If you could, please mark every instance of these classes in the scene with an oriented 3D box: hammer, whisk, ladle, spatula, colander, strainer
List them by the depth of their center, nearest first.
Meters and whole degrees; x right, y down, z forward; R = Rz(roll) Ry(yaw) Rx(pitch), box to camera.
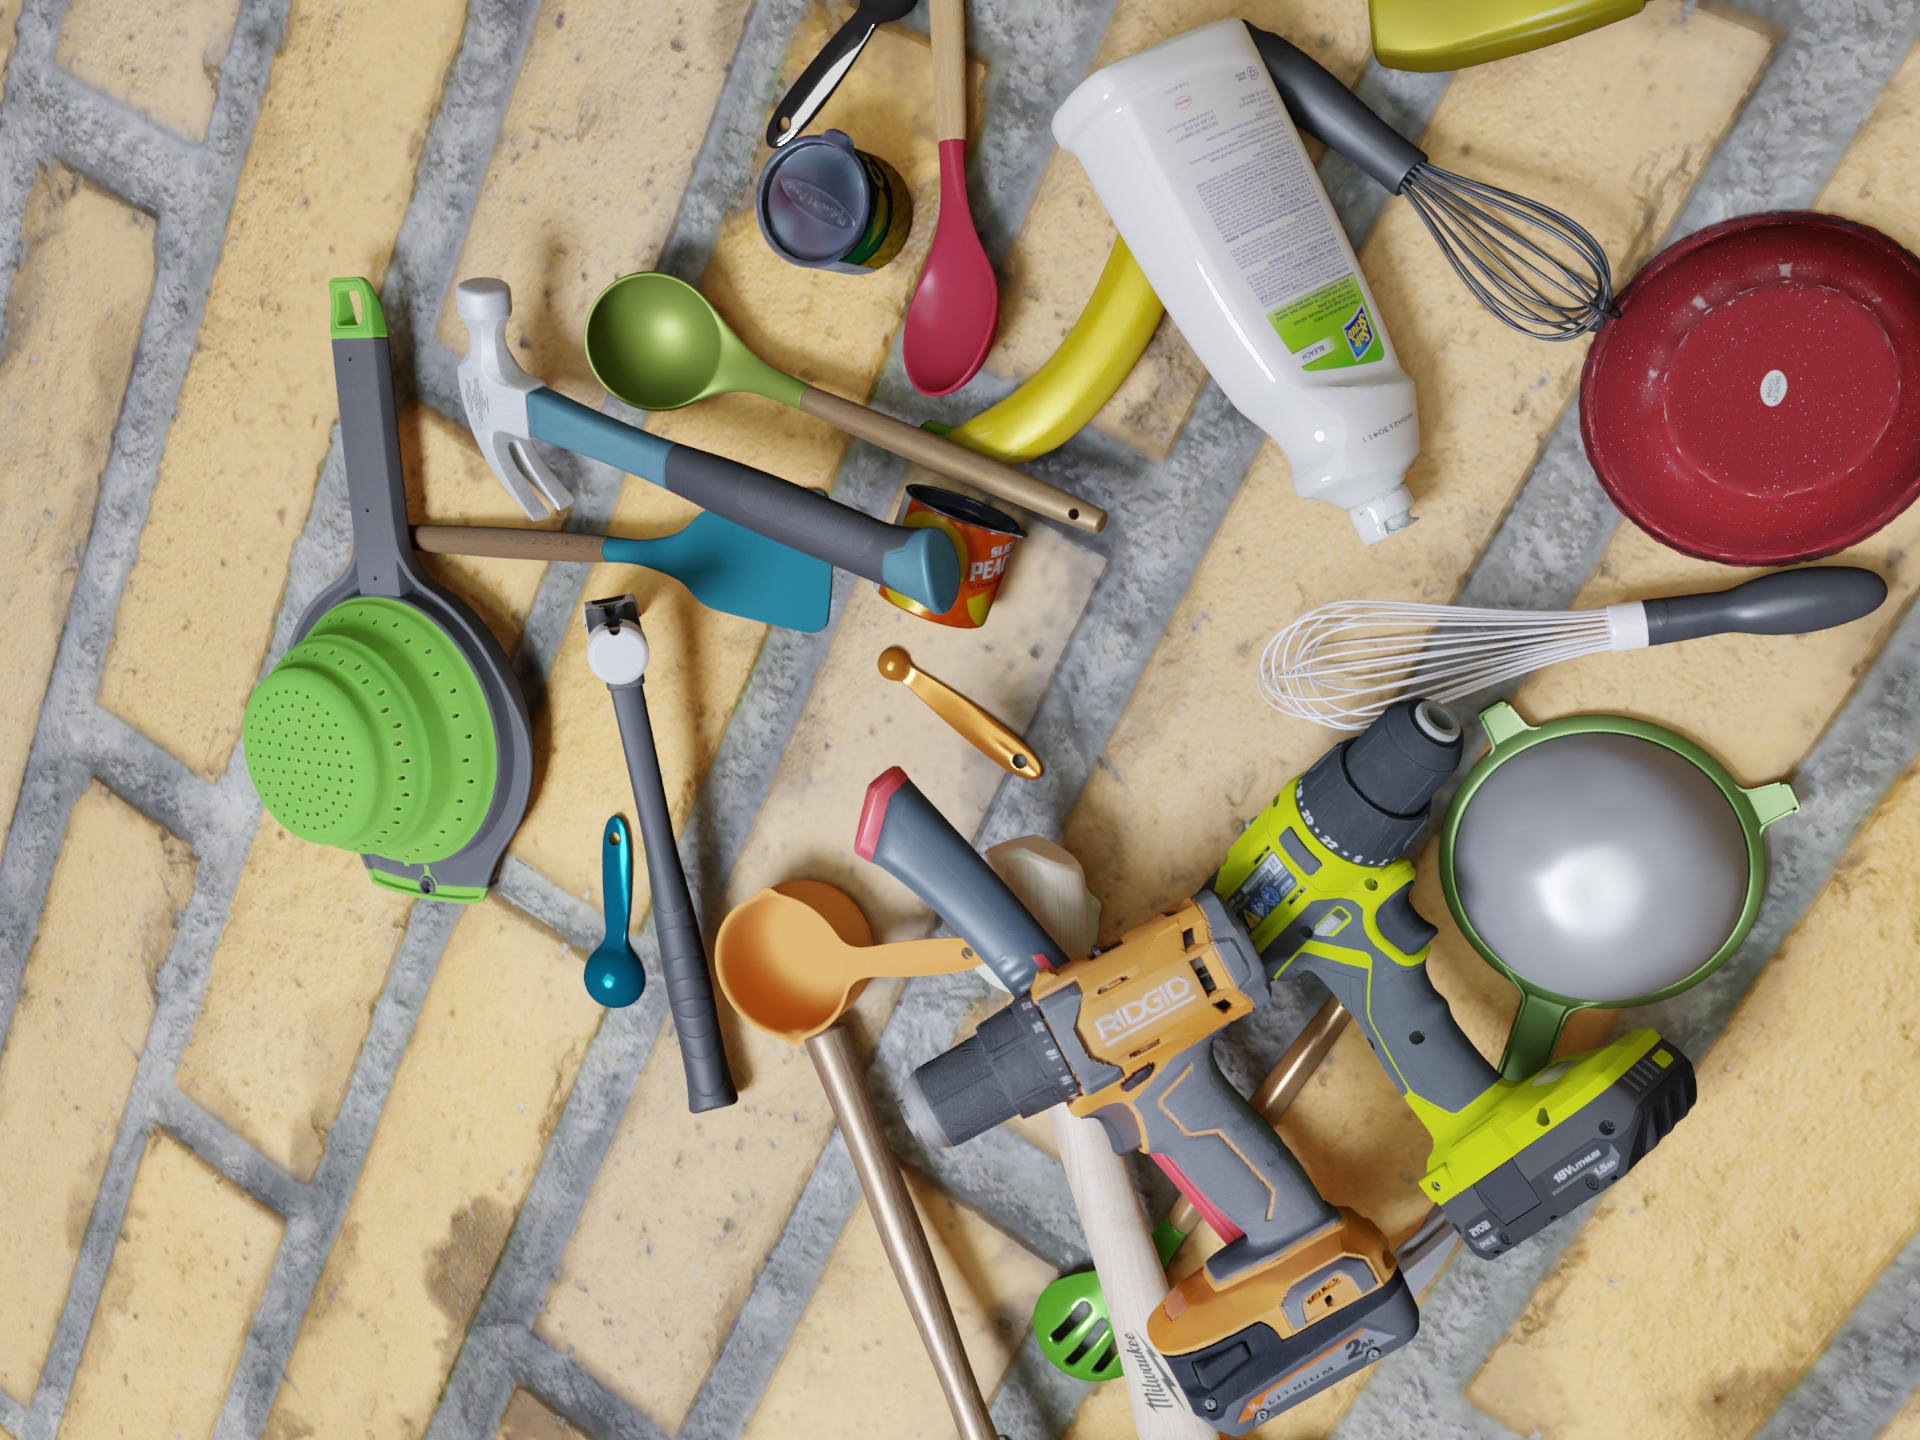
[{"bbox_3d":[0.214,-0.260,0.753,0.239,0.055,0.055,44,112,13],"label":"whisk"},{"bbox_3d":[0.284,-0.039,0.760,0.284,0.070,0.070,-8,97,18],"label":"whisk"},{"bbox_3d":[0.294,0.125,0.778,0.151,0.069,0.256,18,105,17],"label":"strainer"},{"bbox_3d":[0.093,0.167,0.816,0.143,0.038,0.386,-40,95,-2],"label":"hammer"},{"bbox_3d":[-0.007,-0.329,0.830,0.069,0.031,0.315,5,99,45],"label":"ladle"},{"bbox_3d":[-0.068,-0.163,0.854,0.320,0.062,0.078,26,114,21],"label":"ladle"},{"bbox_3d":[-0.144,-0.134,0.860,0.331,0.033,0.128,24,129,23],"label":"hammer"},{"bbox_3d":[0.072,0.264,0.874,0.146,0.038,0.410,-13,97,17],"label":"hammer"},{"bbox_3d":[-0.020,0.337,0.931,0.031,0.130,0.331,-21,80,-10],"label":"hammer"},{"bbox_3d":[-0.176,0.086,0.943,0.035,0.146,0.334,-12,110,-11],"label":"hammer"},{"bbox_3d":[-0.227,-0.104,0.964,0.317,0.044,0.082,7,102,25],"label":"spatula"},{"bbox_3d":[-0.377,-0.066,0.972,0.204,0.094,0.397,5,105,27],"label":"colander"}]

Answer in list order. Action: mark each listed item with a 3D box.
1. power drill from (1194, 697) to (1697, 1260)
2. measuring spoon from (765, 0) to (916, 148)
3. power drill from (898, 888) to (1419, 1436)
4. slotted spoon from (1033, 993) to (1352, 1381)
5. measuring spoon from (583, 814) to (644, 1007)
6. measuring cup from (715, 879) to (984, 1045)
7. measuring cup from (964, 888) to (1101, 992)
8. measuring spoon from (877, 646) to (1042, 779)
[{"bbox_3d":[0.226,0.117,0.752,0.229,0.080,0.190,52,137,20],"label":"power drill"},{"bbox_3d":[-0.068,-0.359,0.855,0.034,0.018,0.124,47,113,7],"label":"measuring spoon"},{"bbox_3d":[0.093,0.219,0.762,0.185,0.084,0.226,-27,91,-3],"label":"power drill"},{"bbox_3d":[0.134,0.262,0.890,0.070,0.031,0.313,34,109,7],"label":"slotted spoon"},{"bbox_3d":[-0.222,0.123,1.003,0.042,0.021,0.128,8,104,20],"label":"measuring spoon"},{"bbox_3d":[-0.056,0.133,0.925,0.173,0.052,0.095,-7,97,21],"label":"measuring cup"},{"bbox_3d":[0.050,0.160,0.895,0.083,0.038,0.167,-17,92,23],"label":"measuring cup"},{"bbox_3d":[-0.001,-0.003,0.900,0.117,0.011,0.021,37,111,11],"label":"measuring spoon"}]
